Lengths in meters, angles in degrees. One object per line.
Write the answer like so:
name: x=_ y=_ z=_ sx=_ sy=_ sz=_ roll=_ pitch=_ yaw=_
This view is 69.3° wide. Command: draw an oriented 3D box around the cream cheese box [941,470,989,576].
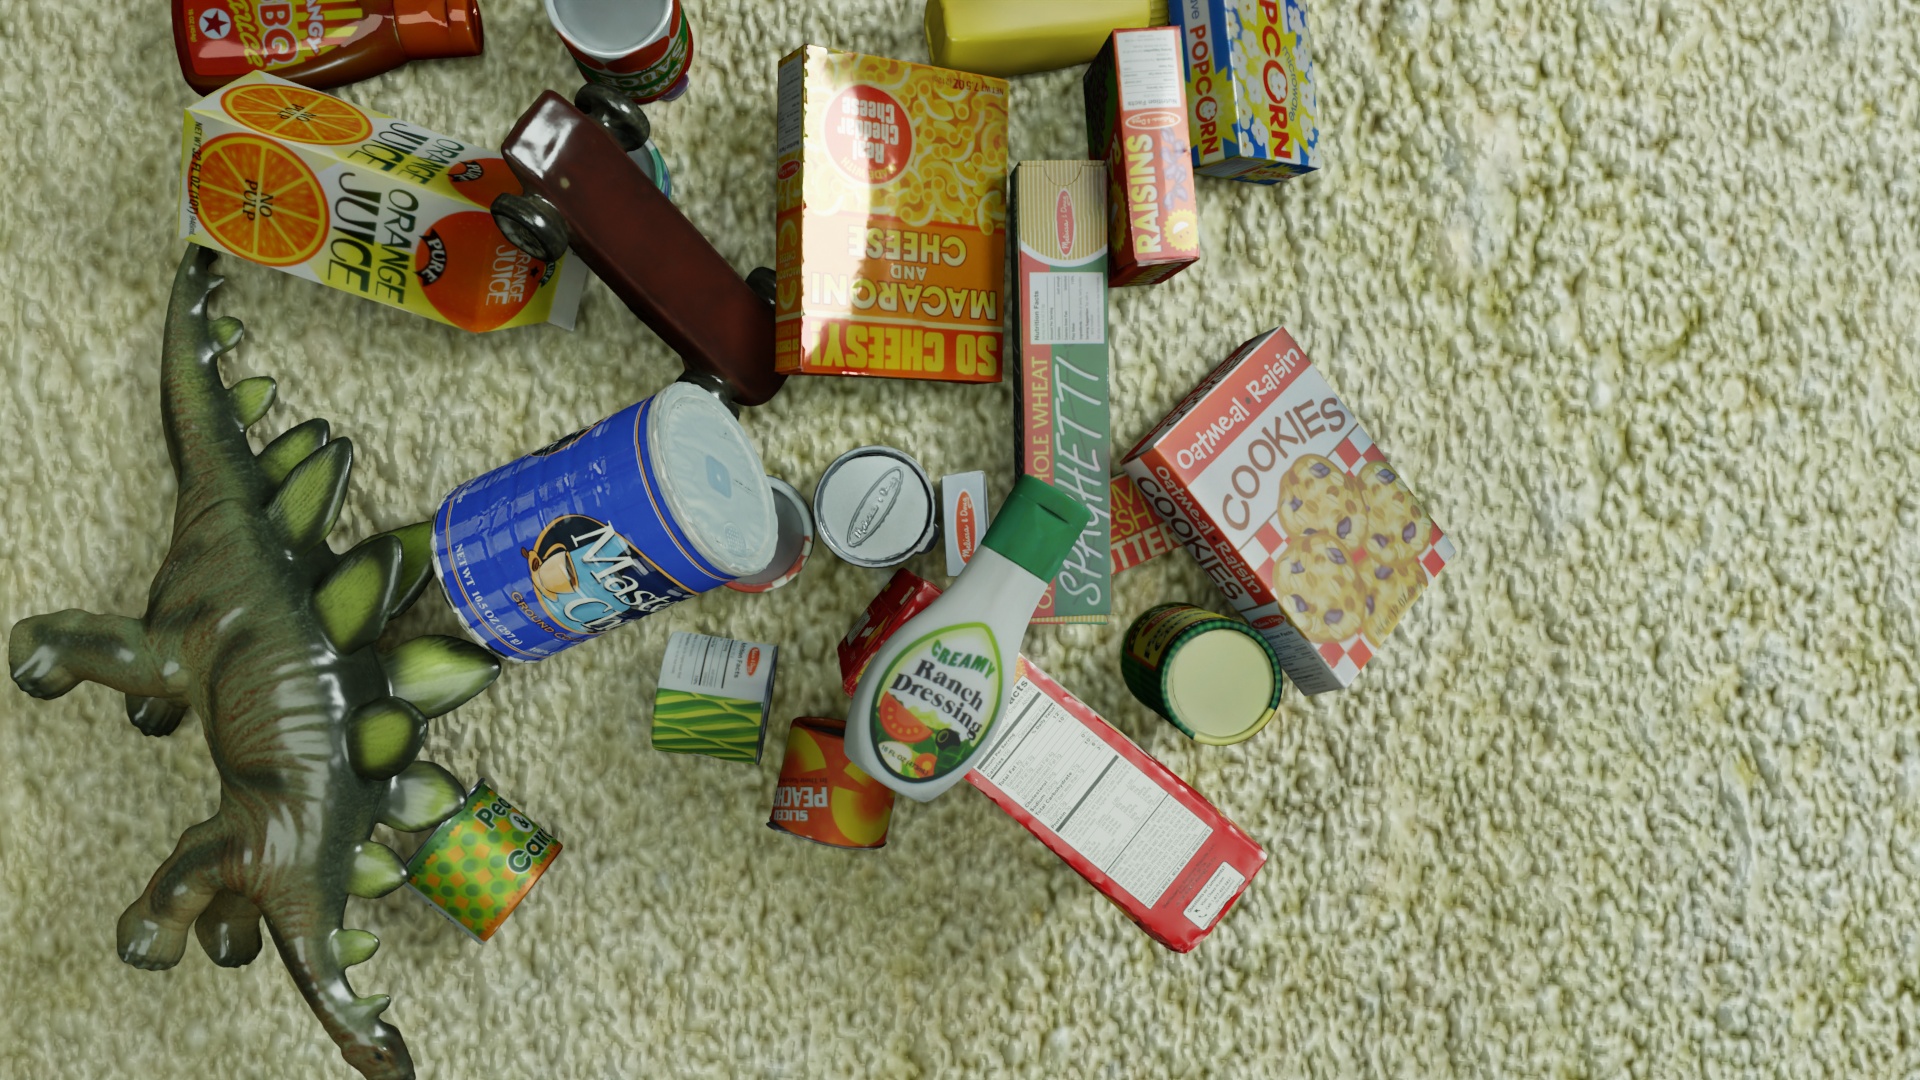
cream cheese box: x=0.003 y=-0.009 z=0.747 sx=0.024 sy=0.104 sz=0.053 roll=-2 pitch=91 yaw=-1

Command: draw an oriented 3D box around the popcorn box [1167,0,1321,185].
popcorn box: x=0.156 y=-0.265 z=0.765 sx=0.085 sy=0.038 sz=0.126 roll=-8 pitch=93 yaw=-46

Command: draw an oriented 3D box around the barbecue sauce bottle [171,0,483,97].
barbecue sauce bottle: x=-0.334 y=-0.272 z=0.740 sx=0.149 sy=0.043 sz=0.065 roll=-6 pitch=91 yaw=-5

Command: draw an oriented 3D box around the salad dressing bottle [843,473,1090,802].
salad dressing bottle: x=0.005 y=0.041 z=0.613 sx=0.064 sy=0.044 sz=0.147 roll=31 pitch=87 yaw=-7

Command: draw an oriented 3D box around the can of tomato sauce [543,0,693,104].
can of tomato sauce: x=-0.178 y=-0.273 z=0.734 sx=0.071 sy=0.083 sz=0.071 roll=0 pitch=92 yaw=-5

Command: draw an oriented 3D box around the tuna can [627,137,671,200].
tuna can: x=-0.194 y=-0.194 z=0.760 sx=0.071 sy=0.033 sz=0.071 roll=0 pitch=91 yaw=-5

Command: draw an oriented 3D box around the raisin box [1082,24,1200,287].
raisin box: x=0.097 y=-0.206 z=0.758 sx=0.040 sy=0.086 sz=0.123 roll=-6 pitch=92 yaw=-6

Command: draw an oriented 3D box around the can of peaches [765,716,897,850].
can of peaches: x=-0.068 y=0.132 z=0.761 sx=0.071 sy=0.071 sz=0.058 roll=13 pitch=90 yaw=-5

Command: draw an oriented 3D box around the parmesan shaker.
parmesan shaker: x=0.132 y=0.069 z=0.760 sx=0.071 sy=0.103 sz=0.071 roll=0 pitch=92 yaw=-5

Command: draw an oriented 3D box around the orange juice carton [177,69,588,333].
orange juice carton: x=-0.287 y=-0.168 z=0.717 sx=0.193 sy=0.073 sz=0.071 roll=18 pitch=122 yaw=-9

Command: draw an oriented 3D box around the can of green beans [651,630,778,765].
can of green beans: x=-0.133 y=0.086 z=0.756 sx=0.058 sy=0.071 sz=0.071 roll=9 pitch=91 yaw=-5

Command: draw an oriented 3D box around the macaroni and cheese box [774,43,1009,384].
macaroni and cheese box: x=-0.036 y=-0.170 z=0.750 sx=0.124 sy=0.040 sz=0.166 roll=0 pitch=93 yaw=-29

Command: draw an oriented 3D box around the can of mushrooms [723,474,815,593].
can of mushrooms: x=-0.116 y=-0.002 z=0.772 sx=0.071 sy=0.033 sz=0.071 roll=0 pitch=92 yaw=-6

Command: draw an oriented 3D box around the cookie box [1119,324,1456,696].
cookie box: x=0.183 y=-0.018 z=0.771 sx=0.123 sy=0.040 sz=0.167 roll=-42 pitch=96 yaw=-28

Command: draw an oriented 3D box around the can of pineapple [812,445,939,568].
can of pineapple: x=-0.047 y=-0.017 z=0.765 sx=0.071 sy=0.058 sz=0.071 roll=0 pitch=92 yaw=-5

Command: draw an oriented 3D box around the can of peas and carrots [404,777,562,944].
can of peas and carrots: x=-0.256 y=0.172 z=0.747 sx=0.058 sy=0.071 sz=0.071 roll=40 pitch=88 yaw=-6

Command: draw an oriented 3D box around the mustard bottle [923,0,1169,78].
mustard bottle: x=0.062 y=-0.291 z=0.767 sx=0.160 sy=0.065 sz=0.049 roll=-12 pitch=87 yaw=-14

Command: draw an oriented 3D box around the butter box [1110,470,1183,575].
butter box: x=0.103 y=-0.016 z=0.795 sx=0.103 sy=0.024 sz=0.053 roll=-23 pitch=93 yaw=-4

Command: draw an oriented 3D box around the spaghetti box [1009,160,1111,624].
spaghetti box: x=0.054 y=-0.079 z=0.757 sx=0.050 sy=0.029 sz=0.249 roll=-1 pitch=93 yaw=-7
